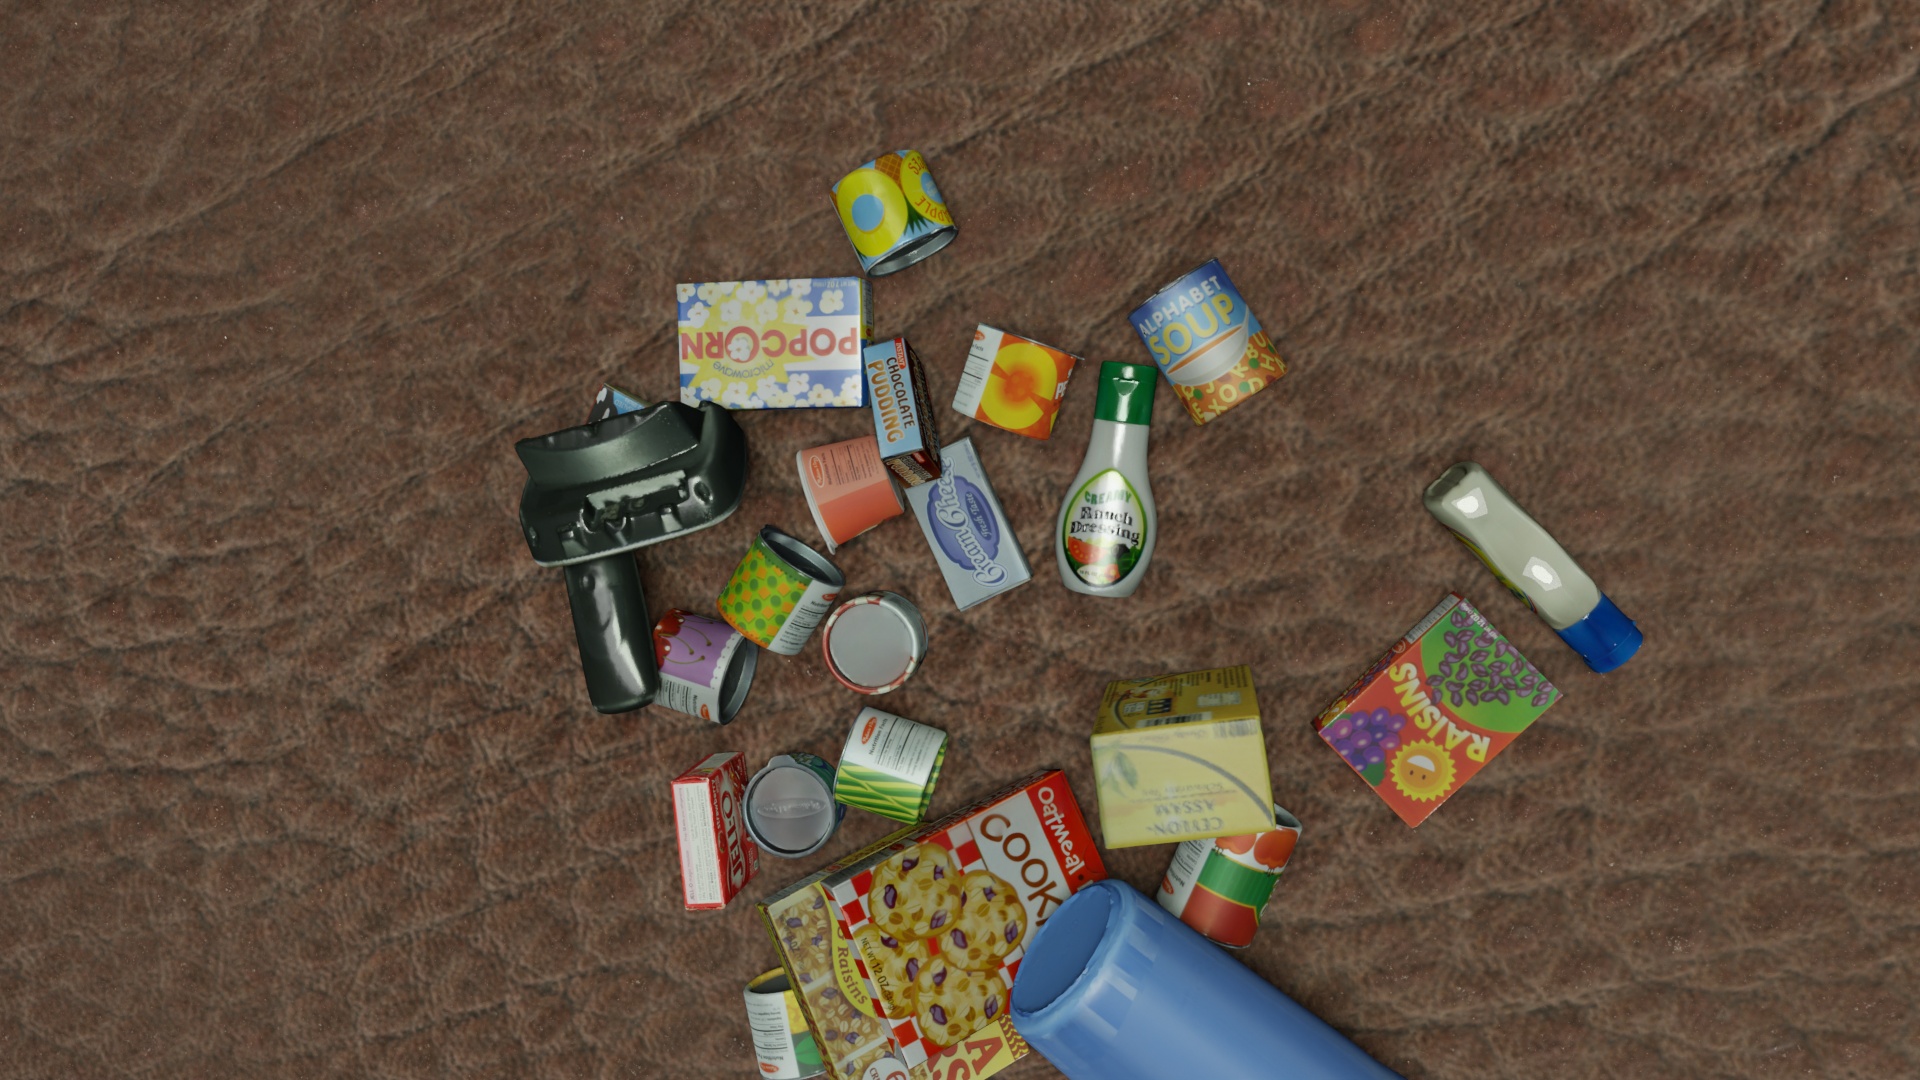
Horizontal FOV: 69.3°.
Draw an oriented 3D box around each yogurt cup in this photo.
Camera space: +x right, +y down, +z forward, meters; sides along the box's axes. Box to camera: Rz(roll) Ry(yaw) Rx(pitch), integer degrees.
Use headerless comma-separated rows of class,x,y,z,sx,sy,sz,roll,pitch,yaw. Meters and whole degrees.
yogurt cup,-0.070,-0.035,0.905,0.054,0.072,0.072,-19,91,3

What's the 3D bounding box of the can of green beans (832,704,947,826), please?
can of green beans,-0.045,0.148,0.912,0.058,0.071,0.071,17,97,7

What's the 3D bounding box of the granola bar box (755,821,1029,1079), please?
granola bar box,-0.044,0.285,0.908,0.124,0.039,0.165,-23,90,-22

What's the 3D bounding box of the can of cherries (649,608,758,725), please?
can of cherries,-0.174,0.082,0.931,0.058,0.071,0.071,15,97,9

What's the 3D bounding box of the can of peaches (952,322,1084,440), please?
can of peaches,0.036,-0.100,0.880,0.071,0.071,0.058,20,98,8

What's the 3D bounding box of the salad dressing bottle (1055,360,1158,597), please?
salad dressing bottle,0.097,-0.039,0.885,0.064,0.044,0.147,8,96,10

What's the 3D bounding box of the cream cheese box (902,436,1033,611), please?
cream cheese box,0.003,-0.011,0.913,0.053,0.024,0.104,-24,90,11

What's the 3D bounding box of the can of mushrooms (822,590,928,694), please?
can of mushrooms,-0.059,0.069,0.925,0.071,0.033,0.071,1,95,9

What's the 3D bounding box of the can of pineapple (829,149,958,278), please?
can of pineapple,-0.041,-0.208,0.883,0.071,0.071,0.058,-25,90,11

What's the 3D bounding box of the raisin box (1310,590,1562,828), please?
raisin box,0.294,0.105,0.865,0.086,0.040,0.123,45,99,3

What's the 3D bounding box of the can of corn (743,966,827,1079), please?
can of corn,-0.107,0.322,0.937,0.071,0.071,0.058,-12,90,11

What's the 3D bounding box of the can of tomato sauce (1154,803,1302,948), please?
can of tomato sauce,0.172,0.204,0.880,0.071,0.071,0.083,23,97,7

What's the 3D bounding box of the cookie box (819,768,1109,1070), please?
cookie box,0.013,0.237,0.886,0.168,0.040,0.123,-24,91,-18

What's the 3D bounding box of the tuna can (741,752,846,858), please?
tuna can,-0.113,0.177,0.942,0.071,0.033,0.071,1,95,9

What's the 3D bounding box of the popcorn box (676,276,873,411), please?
popcorn box,-0.121,-0.128,0.918,0.127,0.038,0.085,0,95,10

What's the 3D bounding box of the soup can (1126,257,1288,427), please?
soup can,0.152,-0.121,0.855,0.071,0.071,0.084,-33,89,11

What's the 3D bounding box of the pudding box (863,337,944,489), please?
pudding box,-0.036,-0.081,0.888,0.030,0.049,0.084,-14,67,10

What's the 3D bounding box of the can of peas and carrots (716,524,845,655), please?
can of peas and carrots,-0.120,0.032,0.917,0.071,0.071,0.058,35,100,5

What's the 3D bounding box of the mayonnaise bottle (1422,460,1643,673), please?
mayonnaise bottle,0.346,0.016,0.839,0.041,0.065,0.148,-45,90,10

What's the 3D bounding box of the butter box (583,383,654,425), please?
butter box,-0.207,-0.061,0.945,0.103,0.024,0.053,27,98,7
